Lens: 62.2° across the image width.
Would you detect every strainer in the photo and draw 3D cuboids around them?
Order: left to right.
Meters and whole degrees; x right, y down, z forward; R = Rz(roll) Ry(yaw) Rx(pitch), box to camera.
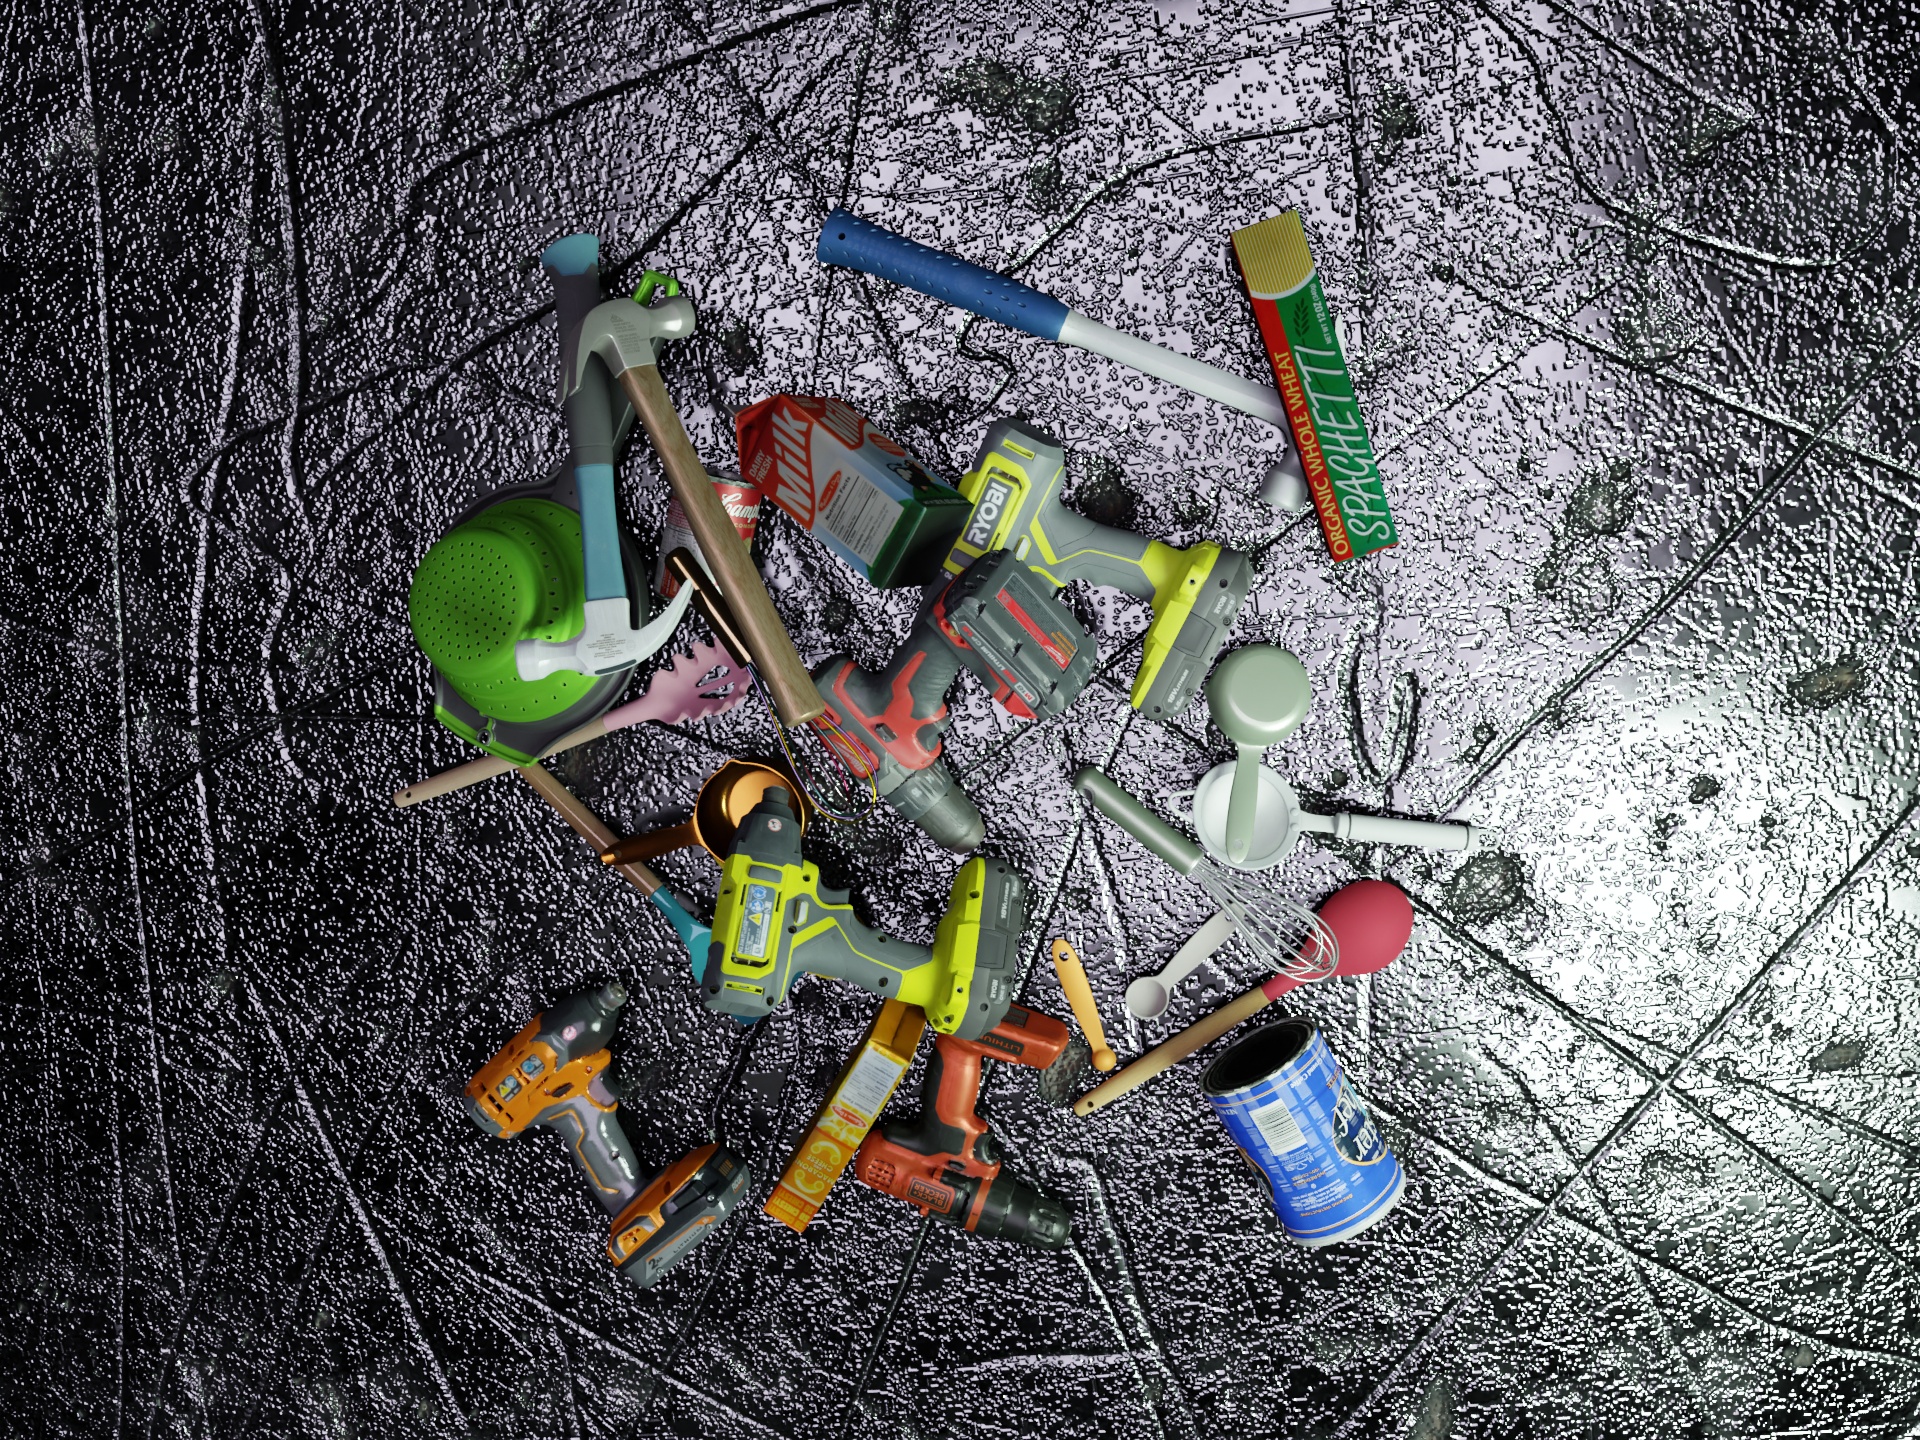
[{"bbox_3d":[0.283,0.081,1.216,0.258,0.050,0.087,6,71,1],"label":"strainer"}]

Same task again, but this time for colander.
[{"bbox_3d":[-0.317,-0.161,1.204,0.204,0.094,0.397,25,96,18],"label":"colander"}]

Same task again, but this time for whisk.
[{"bbox_3d":[-0.145,-0.024,1.183,0.245,0.051,0.047,54,136,-1],"label":"whisk"},{"bbox_3d":[0.187,0.115,1.223,0.246,0.057,0.059,38,60,9],"label":"whisk"}]

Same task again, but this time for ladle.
[{"bbox_3d":[0.219,0.228,1.257,0.315,0.031,0.069,-36,89,13],"label":"ladle"}]

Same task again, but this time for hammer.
[{"bbox_3d":[-0.270,-0.197,1.159,0.128,0.033,0.331,-6,81,-7],"label":"hammer"},{"bbox_3d":[-0.184,-0.148,1.138,0.031,0.130,0.331,-27,89,46],"label":"hammer"},{"bbox_3d":[0.089,-0.295,1.178,0.405,0.035,0.144,22,102,3],"label":"hammer"}]

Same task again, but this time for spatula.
[{"bbox_3d":[-0.265,0.121,1.302,0.317,0.044,0.082,44,102,3],"label":"spatula"}]

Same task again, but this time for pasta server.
[{"bbox_3d":[-0.310,0.010,1.268,0.316,0.040,0.060,-20,81,5],"label":"pasta server"}]

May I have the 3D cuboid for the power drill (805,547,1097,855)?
[{"bbox_3d":[-0.002,-0.004,1.186,0.188,0.080,0.226,47,131,-10],"label":"power drill"}]

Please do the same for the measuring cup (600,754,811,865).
[{"bbox_3d":[-0.201,0.083,1.272,0.173,0.052,0.095,-16,97,11],"label":"measuring cup"}]

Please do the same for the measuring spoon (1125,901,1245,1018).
[{"bbox_3d":[0.180,0.188,1.263,0.034,0.018,0.124,45,95,-2],"label":"measuring spoon"}]

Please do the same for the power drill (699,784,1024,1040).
[{"bbox_3d":[-0.072,0.148,1.201,0.223,0.080,0.171,13,68,-12],"label":"power drill"}]

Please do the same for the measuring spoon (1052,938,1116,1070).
[{"bbox_3d":[0.098,0.230,1.278,0.021,0.011,0.117,-20,97,10],"label":"measuring spoon"}]

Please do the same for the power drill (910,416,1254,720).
[{"bbox_3d":[0.084,-0.095,1.192,0.228,0.080,0.190,27,110,5],"label":"power drill"}]

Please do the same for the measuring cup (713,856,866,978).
[{"bbox_3d":[-0.139,0.148,1.293,0.156,0.029,0.062,38,102,12],"label":"measuring cup"}]

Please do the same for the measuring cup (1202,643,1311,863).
[{"bbox_3d":[0.218,0.023,1.185,0.083,0.038,0.168,9,78,1],"label":"measuring cup"}]

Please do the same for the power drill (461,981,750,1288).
[{"bbox_3d":[-0.281,0.333,1.311,0.164,0.084,0.226,-44,88,11],"label":"power drill"}]
